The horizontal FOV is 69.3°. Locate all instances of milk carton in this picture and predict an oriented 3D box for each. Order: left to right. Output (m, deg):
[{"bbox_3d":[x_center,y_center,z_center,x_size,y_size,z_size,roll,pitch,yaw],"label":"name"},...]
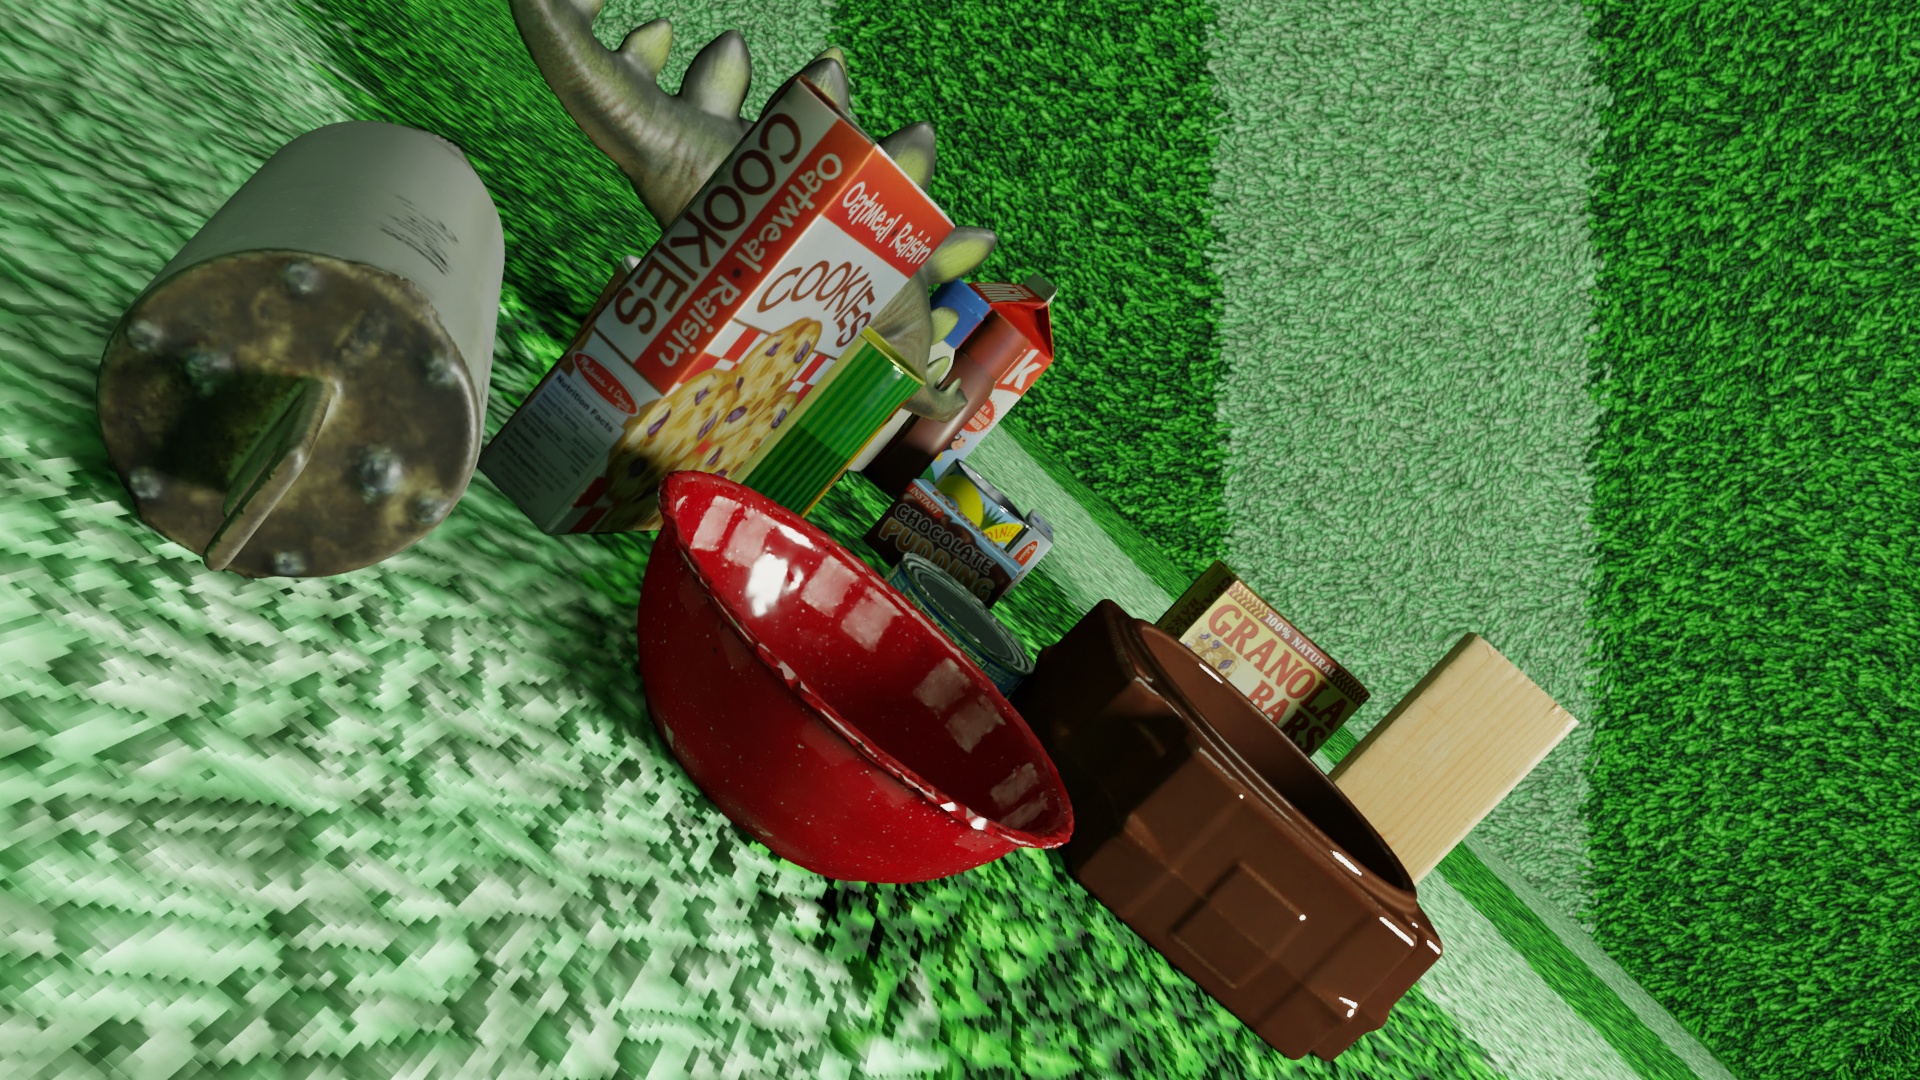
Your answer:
[{"bbox_3d":[0.003,-0.131,1.082,0.073,0.190,0.072,39,9,-24],"label":"milk carton"}]

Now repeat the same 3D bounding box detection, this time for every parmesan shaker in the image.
[{"bbox_3d":[-0.076,-0.061,0.670,0.071,0.103,0.071,41,8,-7],"label":"parmesan shaker"}]

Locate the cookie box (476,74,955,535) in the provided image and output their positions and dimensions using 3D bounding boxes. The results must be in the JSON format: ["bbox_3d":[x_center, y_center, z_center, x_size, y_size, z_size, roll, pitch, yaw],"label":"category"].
[{"bbox_3d":[-0.082,-0.077,0.504,0.040,0.167,0.123,43,8,7],"label":"cookie box"}]

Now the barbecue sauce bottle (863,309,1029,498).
[{"bbox_3d":[-0.012,-0.100,1.002,0.043,0.148,0.065,39,8,-20],"label":"barbecue sauce bottle"}]

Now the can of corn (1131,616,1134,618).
[{"bbox_3d":[0.120,0.095,0.928,0.071,0.058,0.071,41,8,-7],"label":"can of corn"}]

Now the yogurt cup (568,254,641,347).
[{"bbox_3d":[-0.151,-0.096,0.672,0.072,0.054,0.072,41,8,-7],"label":"yogurt cup"}]

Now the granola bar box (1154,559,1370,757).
[{"bbox_3d":[0.205,0.108,1.026,0.165,0.124,0.039,38,9,-27],"label":"granola bar box"}]

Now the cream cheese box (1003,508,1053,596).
[{"bbox_3d":[0.045,0.008,1.043,0.024,0.053,0.104,42,8,-2],"label":"cream cheese box"}]

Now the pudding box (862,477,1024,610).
[{"bbox_3d":[-0.009,0.008,0.811,0.084,0.049,0.030,43,8,4],"label":"pudding box"}]

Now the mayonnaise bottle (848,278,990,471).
[{"bbox_3d":[-0.042,-0.115,0.942,0.041,0.148,0.064,46,9,26],"label":"mayonnaise bottle"}]

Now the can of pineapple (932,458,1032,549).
[{"bbox_3d":[0.003,-0.012,0.939,0.071,0.058,0.071,41,8,-7],"label":"can of pineapple"}]
